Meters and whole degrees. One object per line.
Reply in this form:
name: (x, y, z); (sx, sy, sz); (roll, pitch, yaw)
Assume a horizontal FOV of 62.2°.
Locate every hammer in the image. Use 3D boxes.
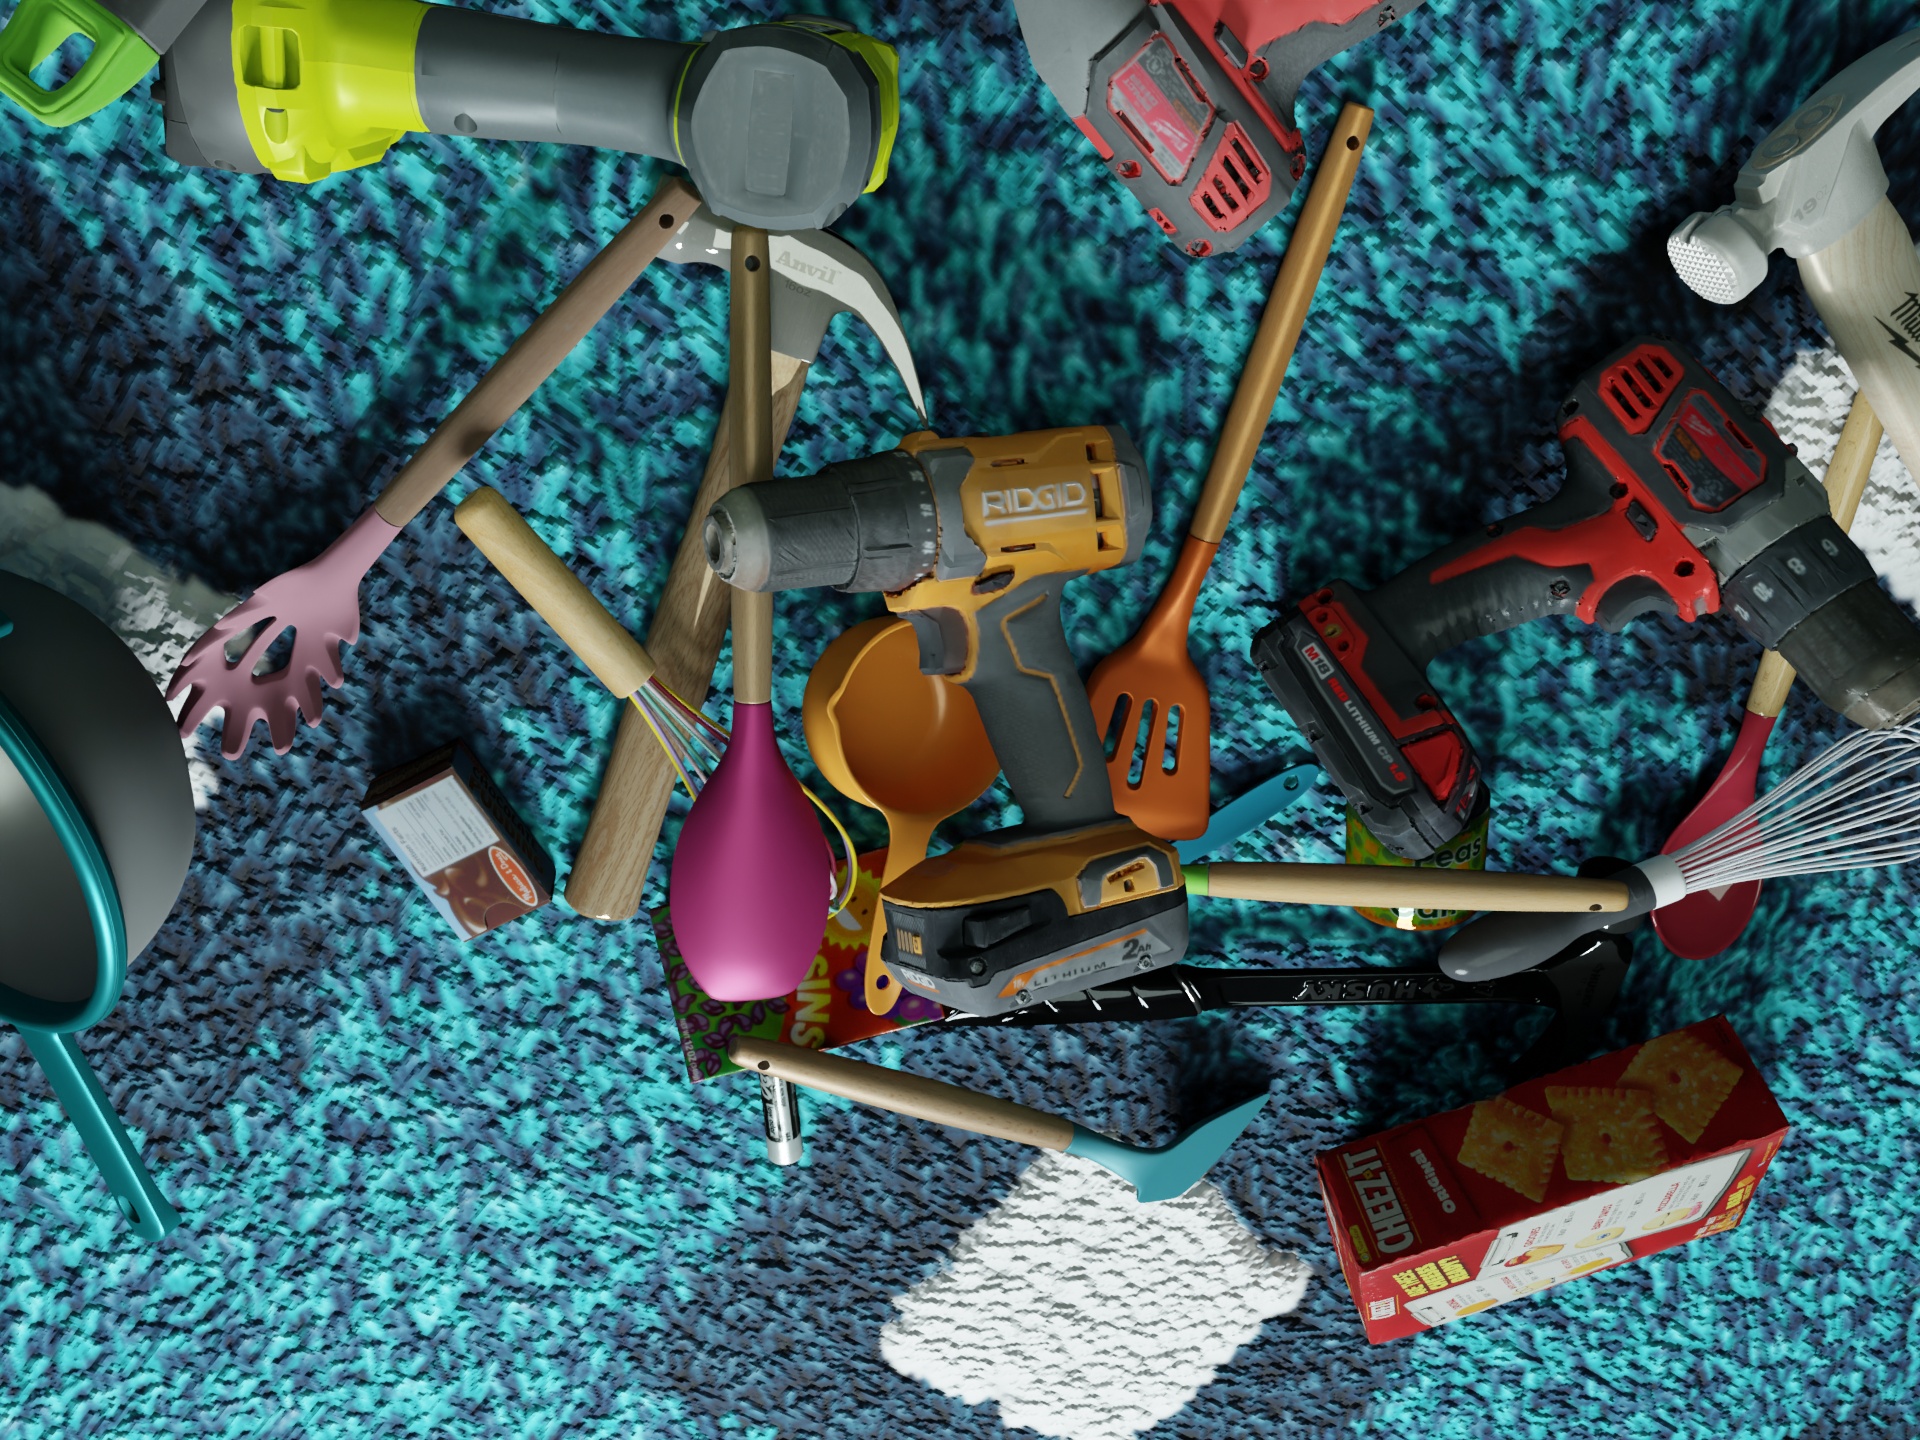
hammer: (-0.111, -0.052, 0.688); (0.130, 0.031, 0.331); (16, 114, -13)
hammer: (0.134, 0.139, 0.805); (0.409, 0.036, 0.149); (0, 122, -4)
hammer: (0.459, -0.106, 0.710); (0.146, 0.038, 0.410); (-42, 118, 3)

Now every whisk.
whisk: (0.357, 0.063, 0.746); (0.284, 0.070, 0.070); (-21, 117, -1)
whisk: (-0.125, 0.002, 0.671); (0.047, 0.051, 0.244); (-32, 116, 15)

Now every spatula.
spatula: (0.026, 0.191, 0.779); (0.317, 0.044, 0.082); (22, 114, -29)
spatula: (0.116, -0.099, 0.685); (0.081, 0.041, 0.322); (12, 113, -11)

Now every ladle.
ladle: (0.390, -0.028, 0.758); (0.069, 0.031, 0.315); (0, 115, -18)

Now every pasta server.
pasta server: (-0.212, -0.096, 0.636); (0.316, 0.040, 0.060); (-40, 130, 20)

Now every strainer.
strainer: (-0.372, 0.070, 0.671); (0.211, 0.095, 0.340); (8, 123, 27)

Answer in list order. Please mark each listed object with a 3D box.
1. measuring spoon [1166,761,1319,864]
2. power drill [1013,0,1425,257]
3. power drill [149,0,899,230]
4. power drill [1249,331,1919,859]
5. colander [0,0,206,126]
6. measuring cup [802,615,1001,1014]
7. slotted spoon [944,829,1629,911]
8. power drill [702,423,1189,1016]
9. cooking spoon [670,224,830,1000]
measuring spoon: (0.116, 0.052, 0.777); (0.128, 0.021, 0.042); (-31, 119, -1)
power drill: (0.126, -0.291, 0.575); (0.219, 0.079, 0.143); (-40, 113, 16)
power drill: (-0.133, -0.217, 0.539); (0.223, 0.171, 0.080); (8, 115, -1)
power drill: (0.259, -0.031, 0.665); (0.226, 0.188, 0.080); (-36, 158, 12)
colander: (-0.146, -0.334, 0.424); (0.204, 0.094, 0.397); (37, 86, 5)
measuring cup: (-0.032, 0.038, 0.699); (0.095, 0.052, 0.173); (7, 94, -30)
slotted spoon: (0.139, 0.074, 0.726); (0.314, 0.031, 0.070); (1, 141, 8)
power drill: (-0.001, -0.002, 0.637); (0.185, 0.084, 0.226); (-10, 96, -29)
cooking spoon: (-0.084, -0.033, 0.641); (0.068, 0.017, 0.318); (-3, 105, -16)
